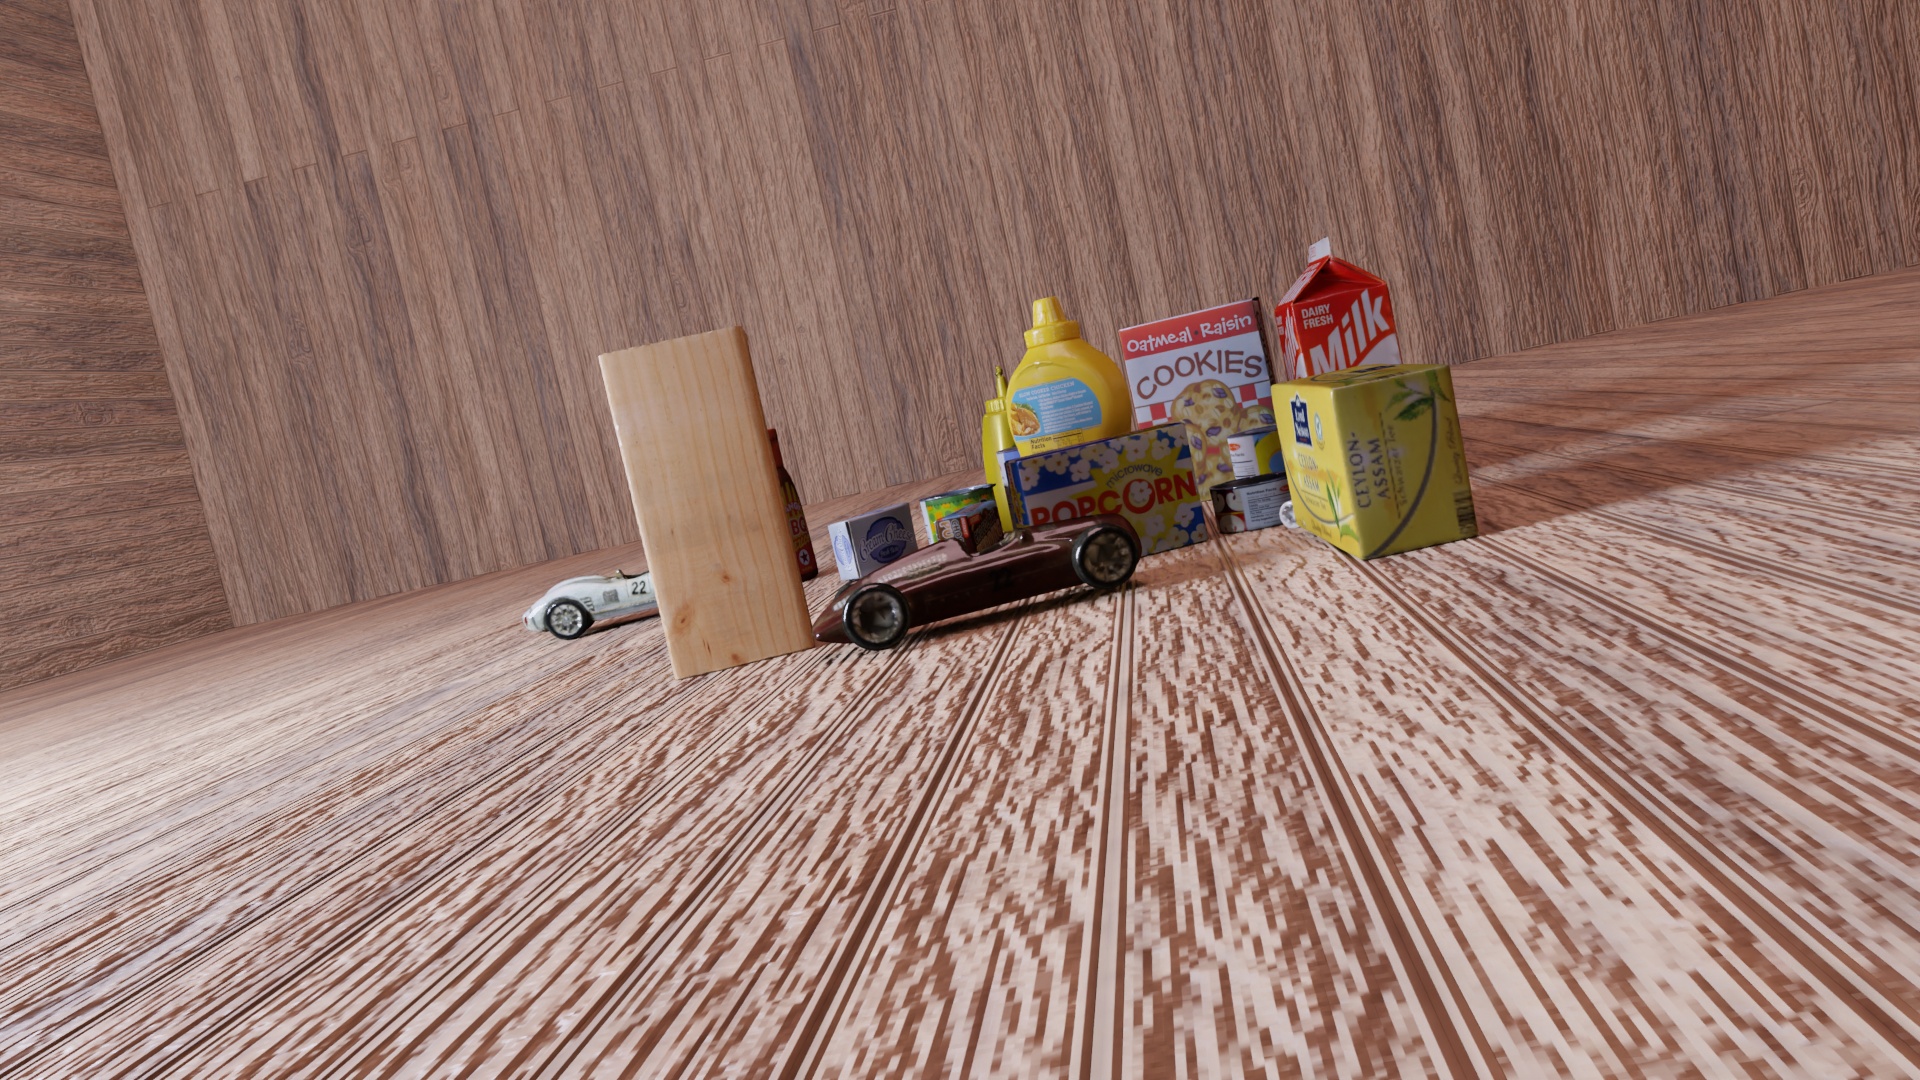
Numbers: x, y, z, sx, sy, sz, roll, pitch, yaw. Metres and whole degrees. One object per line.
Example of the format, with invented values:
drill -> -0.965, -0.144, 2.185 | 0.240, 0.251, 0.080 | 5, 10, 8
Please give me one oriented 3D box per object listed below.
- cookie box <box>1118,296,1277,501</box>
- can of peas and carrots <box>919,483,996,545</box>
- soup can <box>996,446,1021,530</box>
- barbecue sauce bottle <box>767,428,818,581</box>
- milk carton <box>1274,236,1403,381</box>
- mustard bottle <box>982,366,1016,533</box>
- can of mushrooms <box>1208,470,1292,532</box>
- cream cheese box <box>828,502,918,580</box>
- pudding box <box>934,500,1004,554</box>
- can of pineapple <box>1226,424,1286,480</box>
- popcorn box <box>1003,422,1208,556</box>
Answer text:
cookie box -> 0.220, -0.121, 1.238 | 0.123, 0.167, 0.040 | -11, 5, 21
can of peas and carrots -> 0.004, -0.015, 1.210 | 0.071, 0.058, 0.071 | -12, 5, 1
soup can -> 0.075, -0.046, 1.231 | 0.071, 0.083, 0.071 | -12, 5, 1
barbecue sauce bottle -> -0.178, -0.031, 1.323 | 0.043, 0.148, 0.065 | -10, 5, 29
milk carton -> 0.287, -0.130, 1.043 | 0.073, 0.190, 0.072 | -12, 4, 3
mustard bottle -> 0.052, -0.089, 1.335 | 0.065, 0.160, 0.048 | -16, 5, -34
can of mushrooms -> 0.212, -0.028, 0.988 | 0.071, 0.033, 0.071 | -12, 5, 1
cream cheese box -> -0.077, 0.000, 1.270 | 0.024, 0.053, 0.104 | -10, 6, 32
pudding box -> 0.009, -0.001, 1.092 | 0.030, 0.049, 0.084 | -11, 5, 18
can of pineapple -> 0.259, -0.065, 1.142 | 0.071, 0.058, 0.071 | -12, 5, 1
popcorn box -> 0.100, -0.027, 0.960 | 0.127, 0.085, 0.038 | -14, 5, -12
